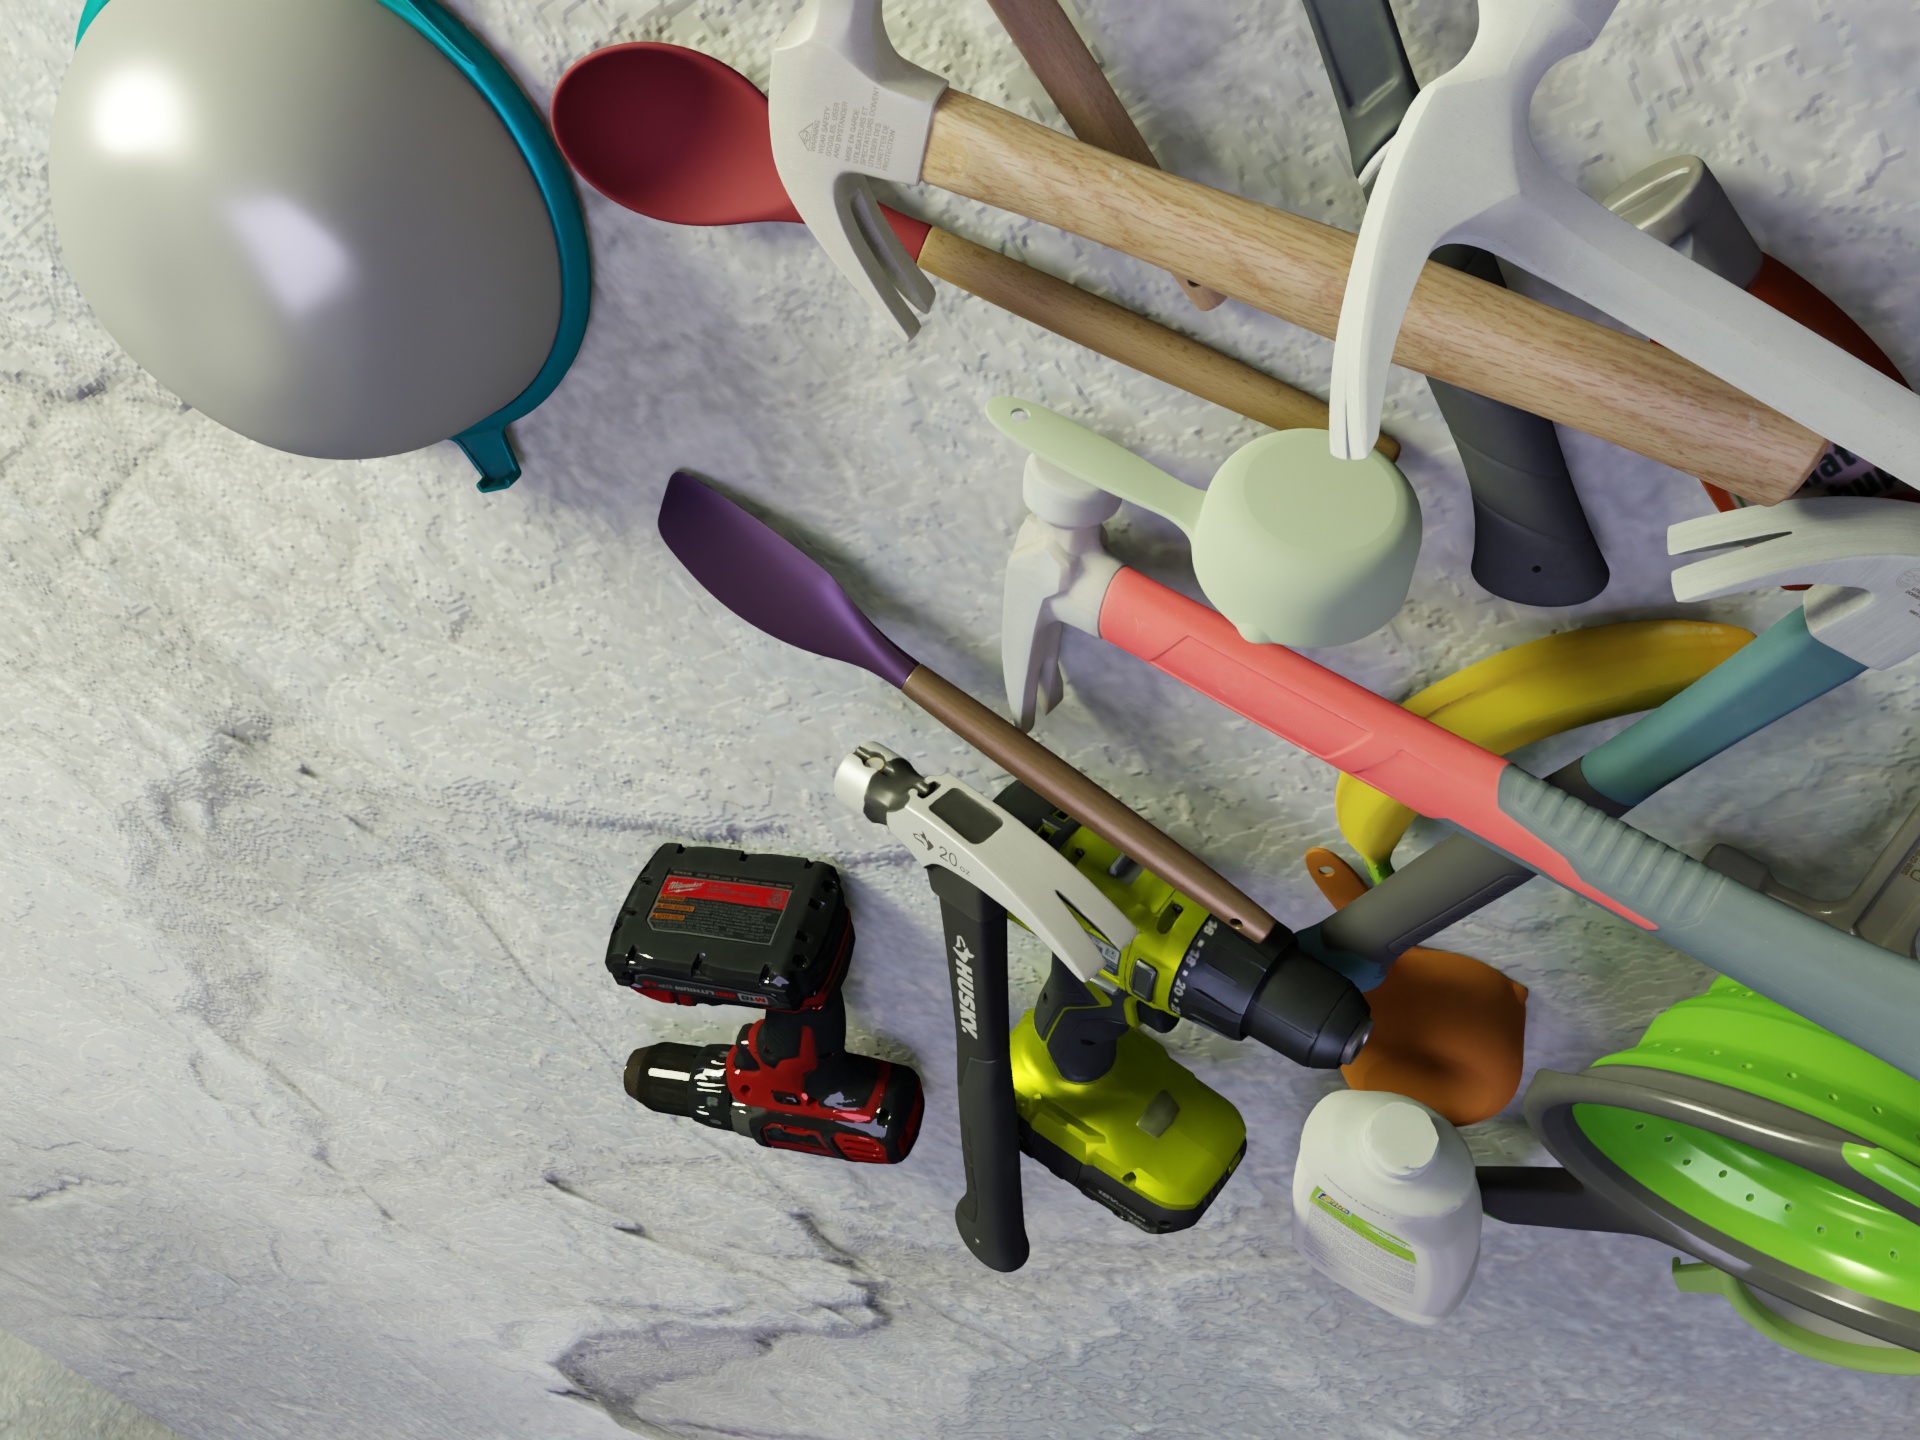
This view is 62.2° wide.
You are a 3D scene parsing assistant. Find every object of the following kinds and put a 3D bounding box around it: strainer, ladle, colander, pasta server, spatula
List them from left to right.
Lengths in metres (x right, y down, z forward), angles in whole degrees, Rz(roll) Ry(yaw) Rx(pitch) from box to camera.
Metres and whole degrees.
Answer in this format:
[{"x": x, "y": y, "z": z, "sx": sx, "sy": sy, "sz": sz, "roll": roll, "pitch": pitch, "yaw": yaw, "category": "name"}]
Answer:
[{"x": -0.228, "y": -0.207, "z": 0.542, "sx": 0.211, "sy": 0.095, "sz": 0.340, "roll": 27, "pitch": 138, "yaw": -7, "category": "strainer"}, {"x": -0.002, "y": -0.249, "z": 0.467, "sx": 0.060, "sy": 0.040, "sz": 0.316, "roll": -18, "pitch": 129, "yaw": 34, "category": "pasta server"}, {"x": -0.001, "y": -0.002, "z": 0.675, "sx": 0.316, "sy": 0.018, "sz": 0.059, "roll": 35, "pitch": 139, "yaw": 6, "category": "spatula"}, {"x": 0.011, "y": -0.155, "z": 0.555, "sx": 0.315, "sy": 0.031, "sz": 0.069, "roll": 23, "pitch": 142, "yaw": -5, "category": "ladle"}, {"x": 0.326, "y": 0.182, "z": 0.704, "sx": 0.204, "sy": 0.094, "sz": 0.397, "roll": 33, "pitch": 163, "yaw": 1, "category": "colander"}, {"x": 0.451, "y": 0.200, "z": 0.723, "sx": 0.151, "sy": 0.069, "sz": 0.256, "roll": 20, "pitch": 129, "yaw": 4, "category": "strainer"}]

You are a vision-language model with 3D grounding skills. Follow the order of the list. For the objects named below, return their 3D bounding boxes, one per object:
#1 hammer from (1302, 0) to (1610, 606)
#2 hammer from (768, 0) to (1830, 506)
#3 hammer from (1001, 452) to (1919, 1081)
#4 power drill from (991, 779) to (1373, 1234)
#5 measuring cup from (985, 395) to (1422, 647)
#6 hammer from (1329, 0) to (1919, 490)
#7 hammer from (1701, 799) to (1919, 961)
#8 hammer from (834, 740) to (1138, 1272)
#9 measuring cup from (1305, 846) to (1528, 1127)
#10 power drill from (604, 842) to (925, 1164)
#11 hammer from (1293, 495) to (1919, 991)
[{"x": 0.127, "y": -0.191, "z": 0.469, "sx": 0.149, "sy": 0.036, "sz": 0.408, "roll": -12, "pitch": 128, "yaw": 29, "category": "hammer"}, {"x": 0.097, "y": -0.137, "z": 0.484, "sx": 0.331, "sy": 0.031, "sz": 0.130, "roll": 22, "pitch": 140, "yaw": 3, "category": "hammer"}, {"x": 0.178, "y": 0.035, "z": 0.571, "sx": 0.386, "sy": 0.038, "sz": 0.143, "roll": 31, "pitch": 143, "yaw": 23, "category": "hammer"}, {"x": 0.091, "y": 0.148, "z": 0.760, "sx": 0.191, "sy": 0.080, "sz": 0.228, "roll": 29, "pitch": 143, "yaw": 25, "category": "power drill"}, {"x": 0.081, "y": -0.087, "z": 0.555, "sx": 0.168, "sy": 0.083, "sz": 0.038, "roll": 29, "pitch": 151, "yaw": 15, "category": "measuring cup"}, {"x": 0.290, "y": -0.056, "z": 0.443, "sx": 0.405, "sy": 0.035, "sz": 0.144, "roll": 27, "pitch": 100, "yaw": -7, "category": "hammer"}, {"x": 0.380, "y": -0.019, "z": 0.523, "sx": 0.149, "sy": 0.037, "sz": 0.358, "roll": 29, "pitch": 138, "yaw": 21, "category": "hammer"}, {"x": 0.016, "y": 0.166, "z": 0.765, "sx": 0.146, "sy": 0.035, "sz": 0.334, "roll": 30, "pitch": 141, "yaw": 33, "category": "hammer"}, {"x": 0.204, "y": 0.130, "z": 0.750, "sx": 0.095, "sy": 0.052, "sz": 0.173, "roll": -18, "pitch": 127, "yaw": 34, "category": "measuring cup"}, {"x": -0.128, "y": 0.171, "z": 0.905, "sx": 0.188, "sy": 0.080, "sz": 0.226, "roll": 5, "pitch": 138, "yaw": 17, "category": "power drill"}, {"x": 0.235, "y": 0.030, "z": 0.596, "sx": 0.128, "sy": 0.033, "sz": 0.331, "roll": 25, "pitch": 141, "yaw": -13, "category": "hammer"}]
